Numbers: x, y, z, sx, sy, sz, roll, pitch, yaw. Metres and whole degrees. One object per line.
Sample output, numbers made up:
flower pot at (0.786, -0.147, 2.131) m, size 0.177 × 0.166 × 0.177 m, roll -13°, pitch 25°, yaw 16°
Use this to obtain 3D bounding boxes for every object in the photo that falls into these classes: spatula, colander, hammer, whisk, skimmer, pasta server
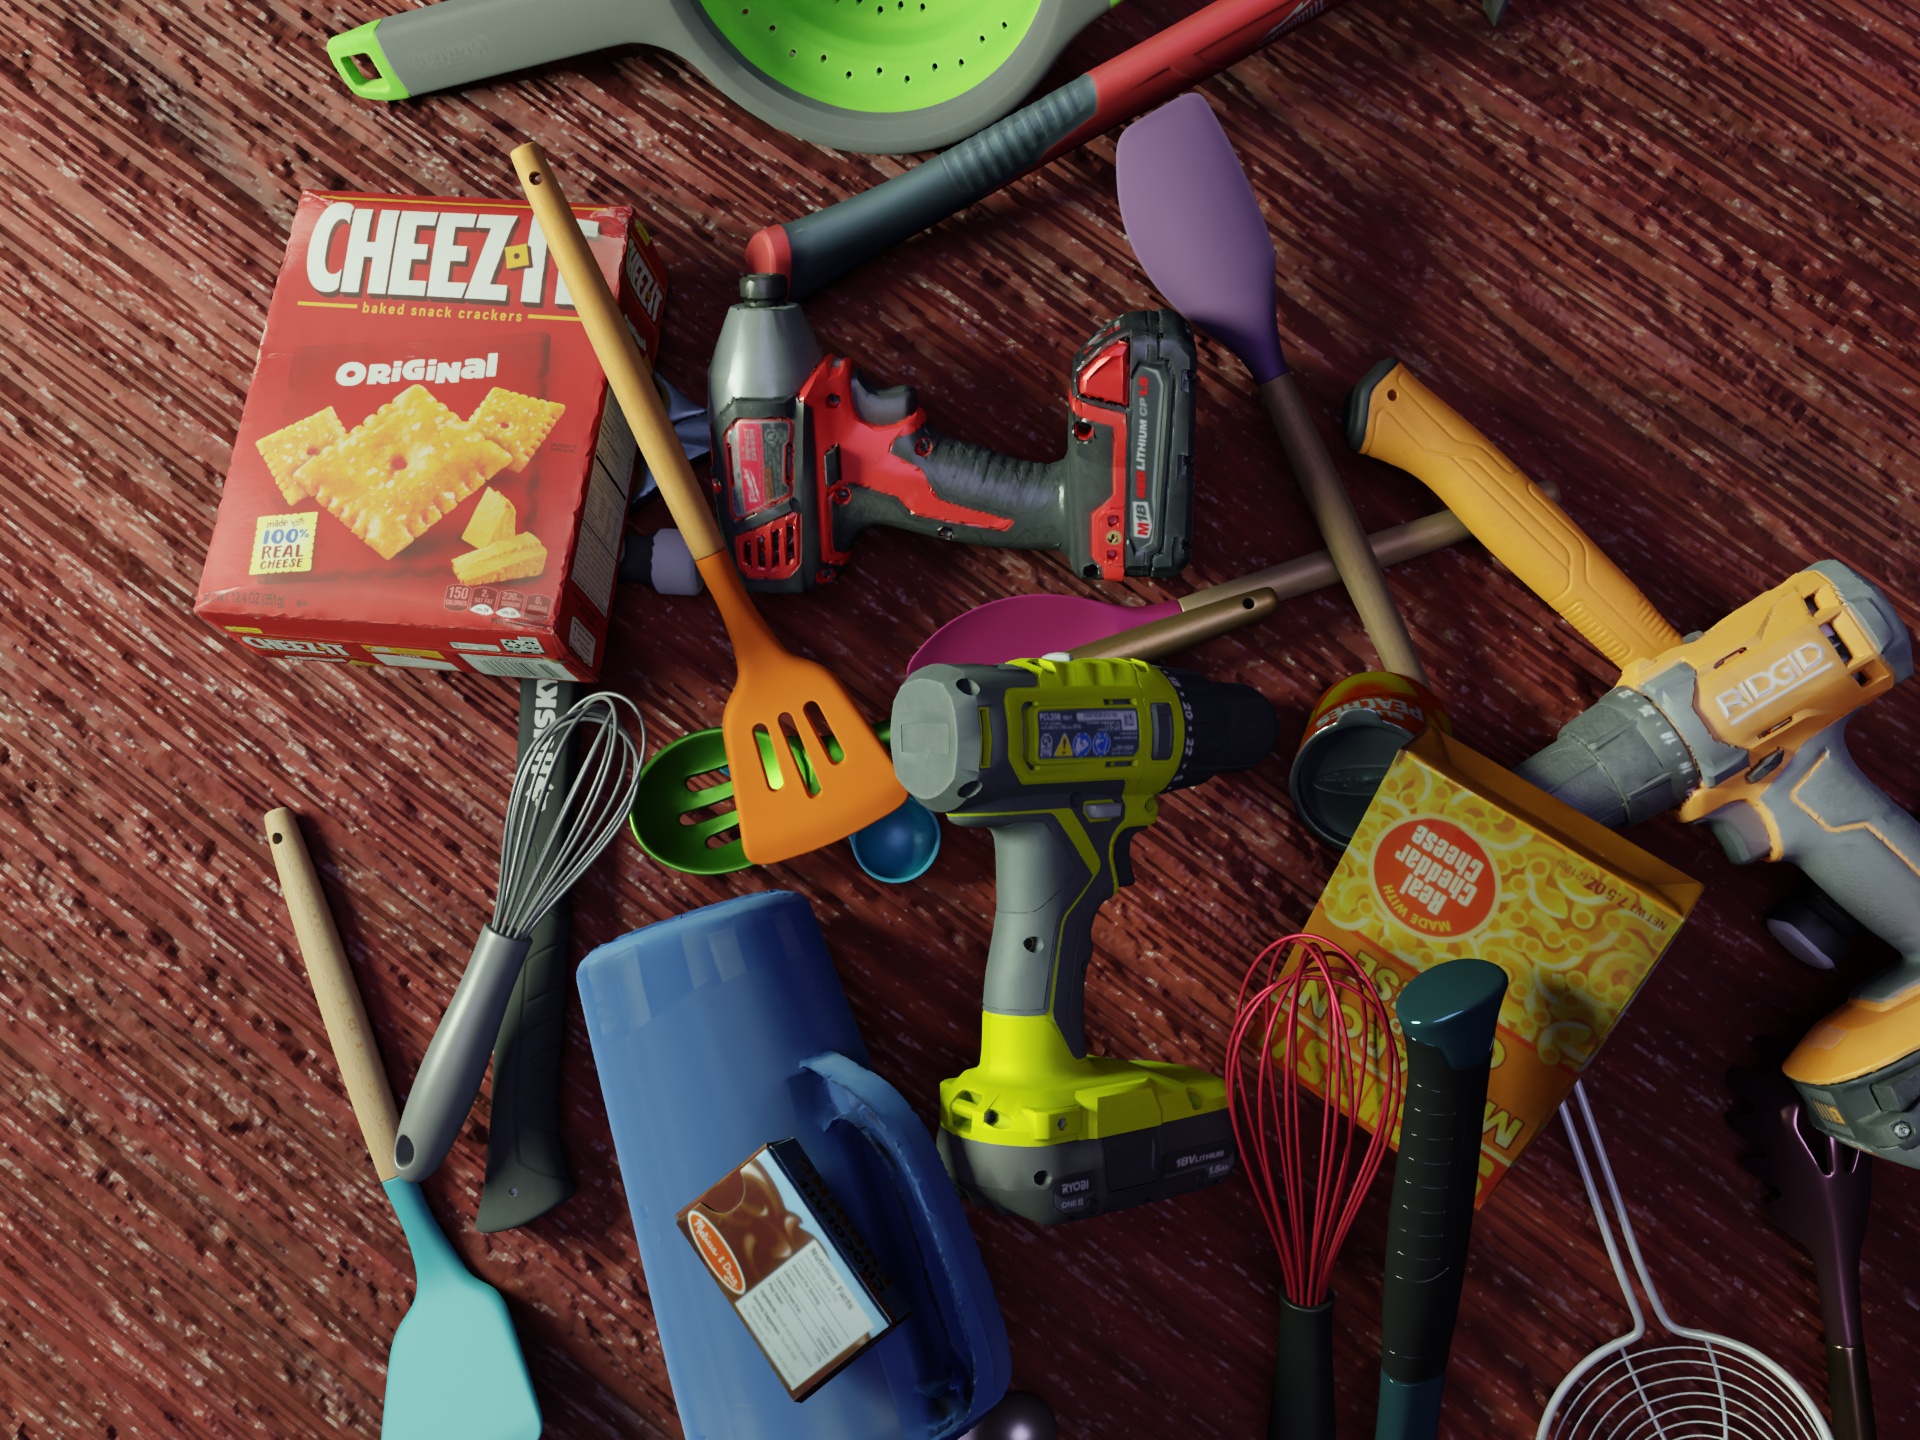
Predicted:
spatula at (-0.119, -0.094, 0.693) m, size 0.081 × 0.041 × 0.322 m, roll -23°, pitch 103°, yaw 2°
colander at (-0.117, -0.368, 0.753) m, size 0.397 × 0.204 × 0.095 m, roll -5°, pitch 50°, yaw 18°
spatula at (0.152, -0.132, 0.729) m, size 0.060 × 0.018 × 0.316 m, roll -25°, pitch 93°, yaw 23°
hammer at (0.186, 0.253, 0.650) m, size 0.128 × 0.033 × 0.331 m, roll -7°, pitch 109°, yaw -21°
hammer at (0.310, -0.046, 0.722) m, size 0.337 × 0.034 × 0.127 m, roll 43°, pitch 89°, yaw 1°
hammer at (-0.204, 0.071, 0.753) m, size 0.146 × 0.035 × 0.335 m, roll 3°, pitch 86°, yaw 3°
spatula at (-0.274, 0.189, 0.742) m, size 0.082 × 0.044 × 0.317 m, roll -22°, pitch 83°, yaw 7°
whisk at (0.148, 0.228, 0.679) m, size 0.073 × 0.073 × 0.295 m, roll -1°, pitch 106°, yaw 3°
hammer at (0.077, -0.287, 0.747) m, size 0.386 × 0.143 × 0.038 m, roll -25°, pitch 77°, yaw 12°
whisk at (-0.200, 0.098, 0.711) m, size 0.055 × 0.055 × 0.239 m, roll 23°, pitch 92°, yaw 5°
skimmer at (0.268, 0.198, 0.689) m, size 0.127 × 0.090 × 0.363 m, roll -22°, pitch 81°, yaw 33°
pasta server at (0.393, 0.300, 0.708) m, size 0.060 × 0.040 × 0.316 m, roll -6°, pitch 89°, yaw 2°

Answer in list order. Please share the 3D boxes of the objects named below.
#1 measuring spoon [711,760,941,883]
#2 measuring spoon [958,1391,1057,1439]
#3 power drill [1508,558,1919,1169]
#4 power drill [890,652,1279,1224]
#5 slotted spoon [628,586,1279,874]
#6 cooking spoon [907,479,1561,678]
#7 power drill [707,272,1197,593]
measuring spoon at (-0.067, 0.039, 0.760) m, size 0.129 × 0.021 × 0.042 m, roll 26°, pitch 80°, yaw 14°
measuring spoon at (-0.017, 0.332, 0.729) m, size 0.124 × 0.018 × 0.034 m, roll -7°, pitch 85°, yaw 3°
power drill at (0.345, 0.071, 0.664) m, size 0.185 × 0.084 × 0.226 m, roll -30°, pitch 83°, yaw 1°
power drill at (0.065, 0.085, 0.692) m, size 0.190 × 0.080 × 0.228 m, roll -1°, pitch 90°, yaw -35°
slotted spoon at (-0.001, -0.002, 0.736) m, size 0.314 × 0.031 × 0.070 m, roll -20°, pitch 75°, yaw 0°
cooking spoon at (0.129, -0.058, 0.753) m, size 0.319 × 0.017 × 0.068 m, roll -18°, pitch 97°, yaw 2°
power drill at (-0.006, -0.131, 0.719) m, size 0.219 × 0.079 × 0.143 m, roll 0°, pitch 111°, yaw 5°
